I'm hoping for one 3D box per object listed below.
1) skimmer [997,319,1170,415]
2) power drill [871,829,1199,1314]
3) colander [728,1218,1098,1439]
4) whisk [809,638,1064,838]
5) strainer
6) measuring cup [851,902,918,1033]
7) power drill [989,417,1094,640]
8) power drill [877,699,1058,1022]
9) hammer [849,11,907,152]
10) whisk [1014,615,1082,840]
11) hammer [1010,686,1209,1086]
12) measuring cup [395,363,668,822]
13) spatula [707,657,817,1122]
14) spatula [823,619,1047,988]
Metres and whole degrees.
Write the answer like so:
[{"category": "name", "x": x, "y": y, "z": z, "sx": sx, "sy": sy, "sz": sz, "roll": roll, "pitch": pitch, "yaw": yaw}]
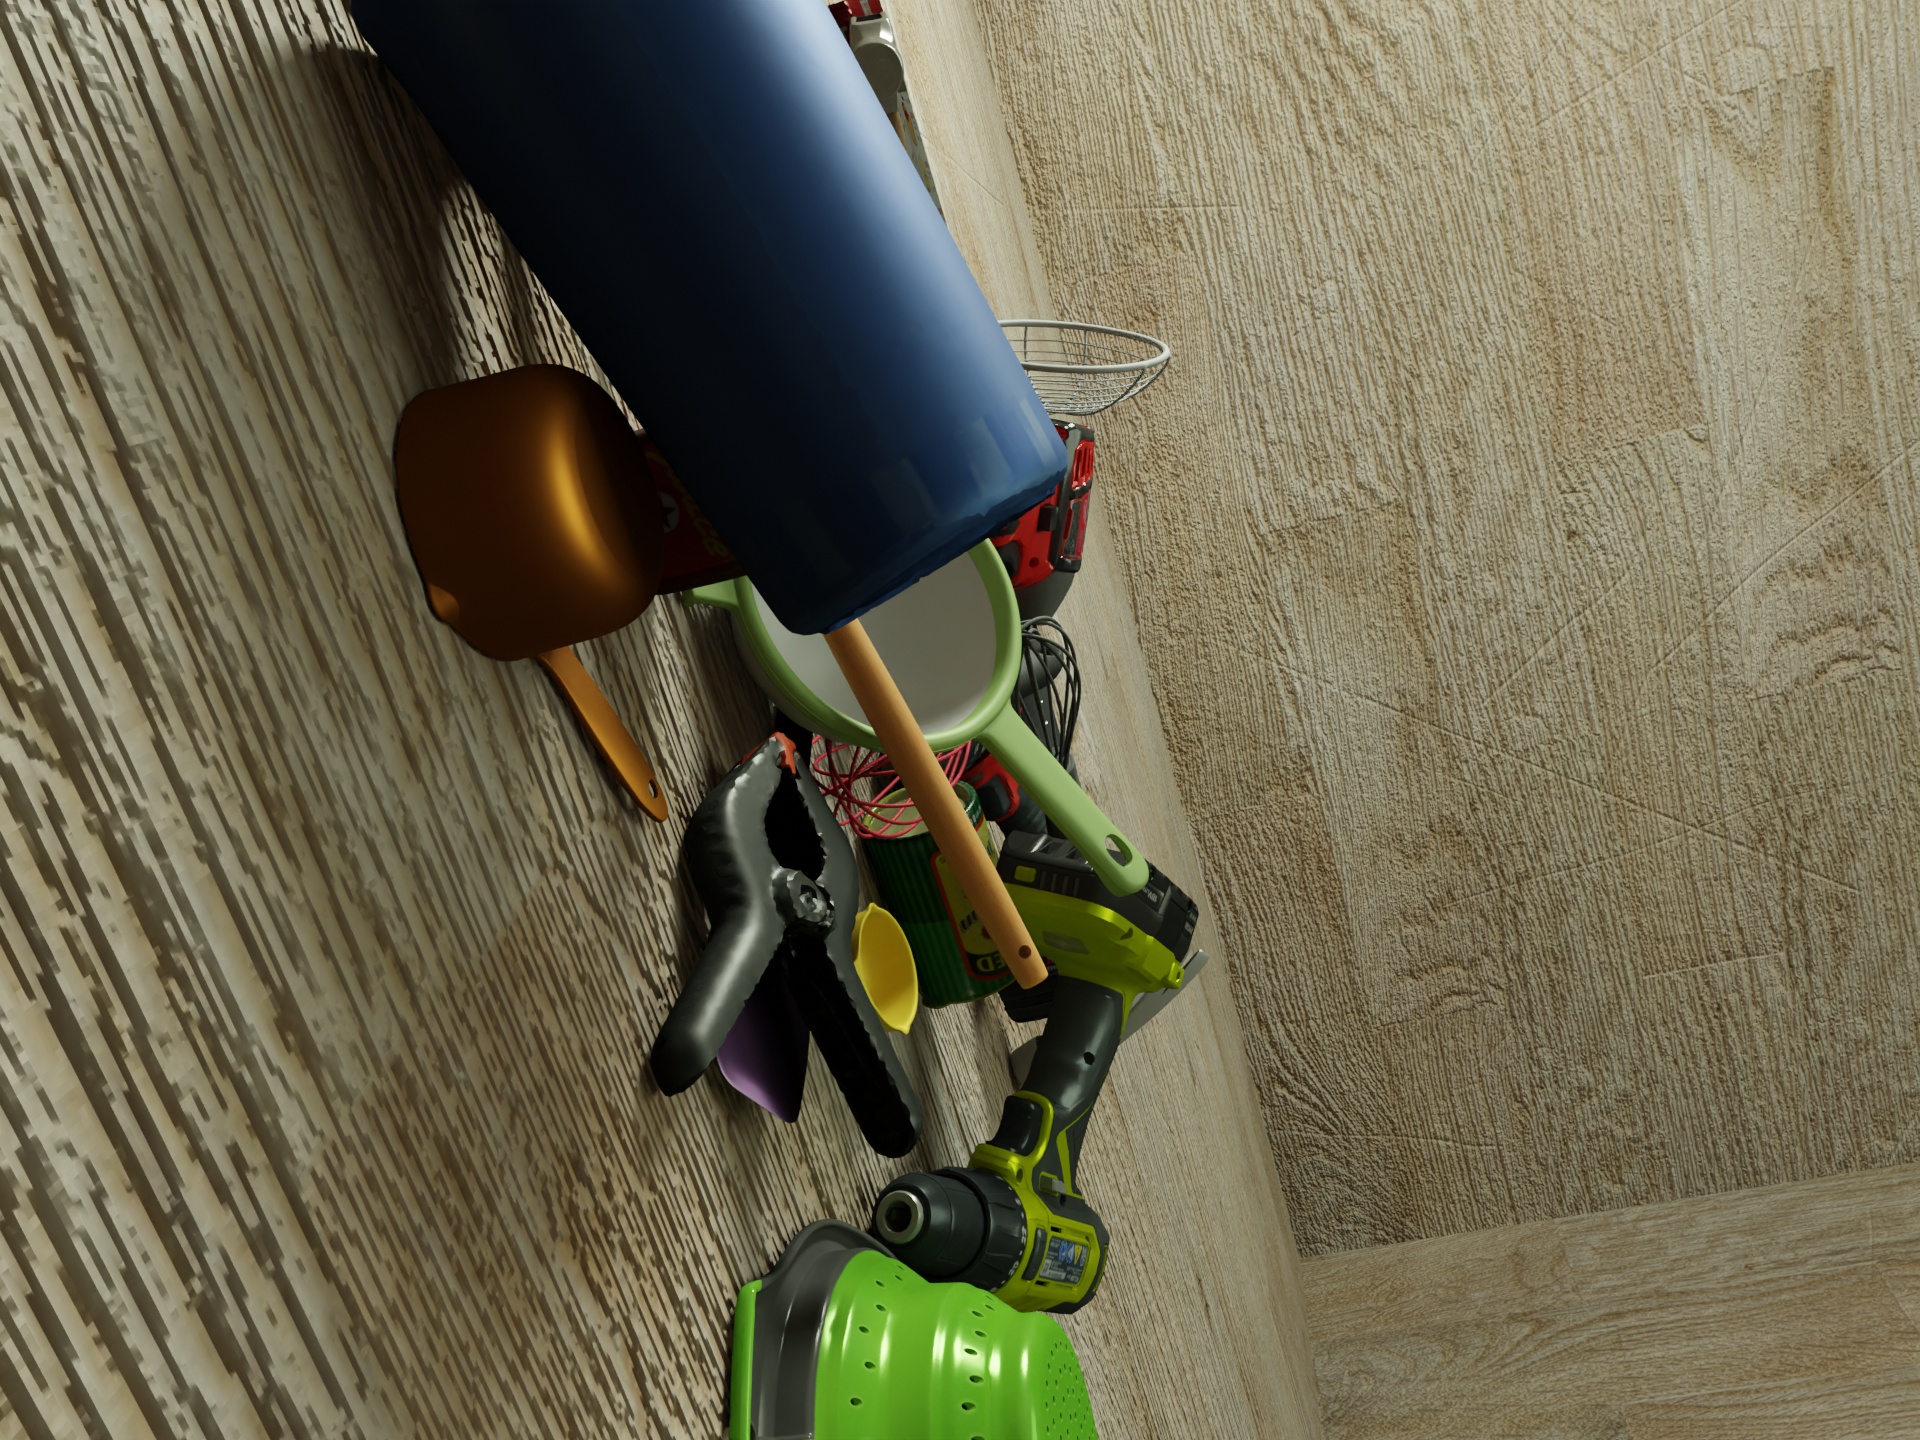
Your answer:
[{"category": "skimmer", "x": -0.023, "y": -0.277, "z": 0.860, "sx": 0.362, "sy": 0.090, "sz": 0.127, "roll": 35, "pitch": 2, "yaw": -40}, {"category": "power drill", "x": 0.037, "y": 0.177, "z": 0.793, "sx": 0.190, "sy": 0.080, "sz": 0.229, "roll": 41, "pitch": 63, "yaw": -56}, {"category": "colander", "x": 0.024, "y": 0.333, "z": 0.666, "sx": 0.396, "sy": 0.094, "sz": 0.205, "roll": 62, "pitch": 19, "yaw": -52}, {"category": "whisk", "x": -0.001, "y": -0.003, "z": 0.869, "sx": 0.296, "sy": 0.073, "sz": 0.073, "roll": -34, "pitch": 111, "yaw": -62}, {"category": "strainer", "x": -0.015, "y": -0.007, "z": 0.740, "sx": 0.256, "sy": 0.069, "sz": 0.151, "roll": 48, "pitch": 49, "yaw": -10}, {"category": "measuring cup", "x": -0.064, "y": 0.120, "z": 0.688, "sx": 0.156, "sy": 0.029, "sz": 0.062, "roll": -7, "pitch": 81, "yaw": -67}, {"category": "power drill", "x": 0.010, "y": -0.113, "z": 0.937, "sx": 0.219, "sy": 0.078, "sz": 0.143, "roll": -9, "pitch": 109, "yaw": -61}, {"category": "power drill", "x": 0.027, "y": 0.072, "z": 0.980, "sx": 0.226, "sy": 0.080, "sz": 0.188, "roll": 64, "pitch": 23, "yaw": -13}, {"category": "hammer", "x": -0.033, "y": -0.267, "z": 0.996, "sx": 0.130, "sy": 0.031, "sz": 0.331, "roll": -96, "pitch": 179, "yaw": -54}, {"category": "whisk", "x": 0.050, "y": 0.027, "z": 0.860, "sx": 0.238, "sy": 0.055, "sz": 0.055, "roll": 71, "pitch": 12, "yaw": -50}, {"category": "hammer", "x": 0.080, "y": 0.084, "z": 1.194, "sx": 0.036, "sy": 0.149, "sz": 0.409, "roll": 42, "pitch": 23, "yaw": -32}, {"category": "measuring cup", "x": -0.114, "y": -0.035, "z": 0.518, "sx": 0.095, "sy": 0.052, "sz": 0.173, "roll": -88, "pitch": 159, "yaw": -52}, {"category": "spatula", "x": -0.078, "y": 0.035, "z": 0.700, "sx": 0.059, "sy": 0.018, "sz": 0.316, "roll": 45, "pitch": 27, "yaw": -31}, {"category": "spatula", "x": -0.044, "y": -0.034, "z": 0.657, "sx": 0.322, "sy": 0.081, "sz": 0.041, "roll": 61, "pitch": -22, "yaw": 2}]
